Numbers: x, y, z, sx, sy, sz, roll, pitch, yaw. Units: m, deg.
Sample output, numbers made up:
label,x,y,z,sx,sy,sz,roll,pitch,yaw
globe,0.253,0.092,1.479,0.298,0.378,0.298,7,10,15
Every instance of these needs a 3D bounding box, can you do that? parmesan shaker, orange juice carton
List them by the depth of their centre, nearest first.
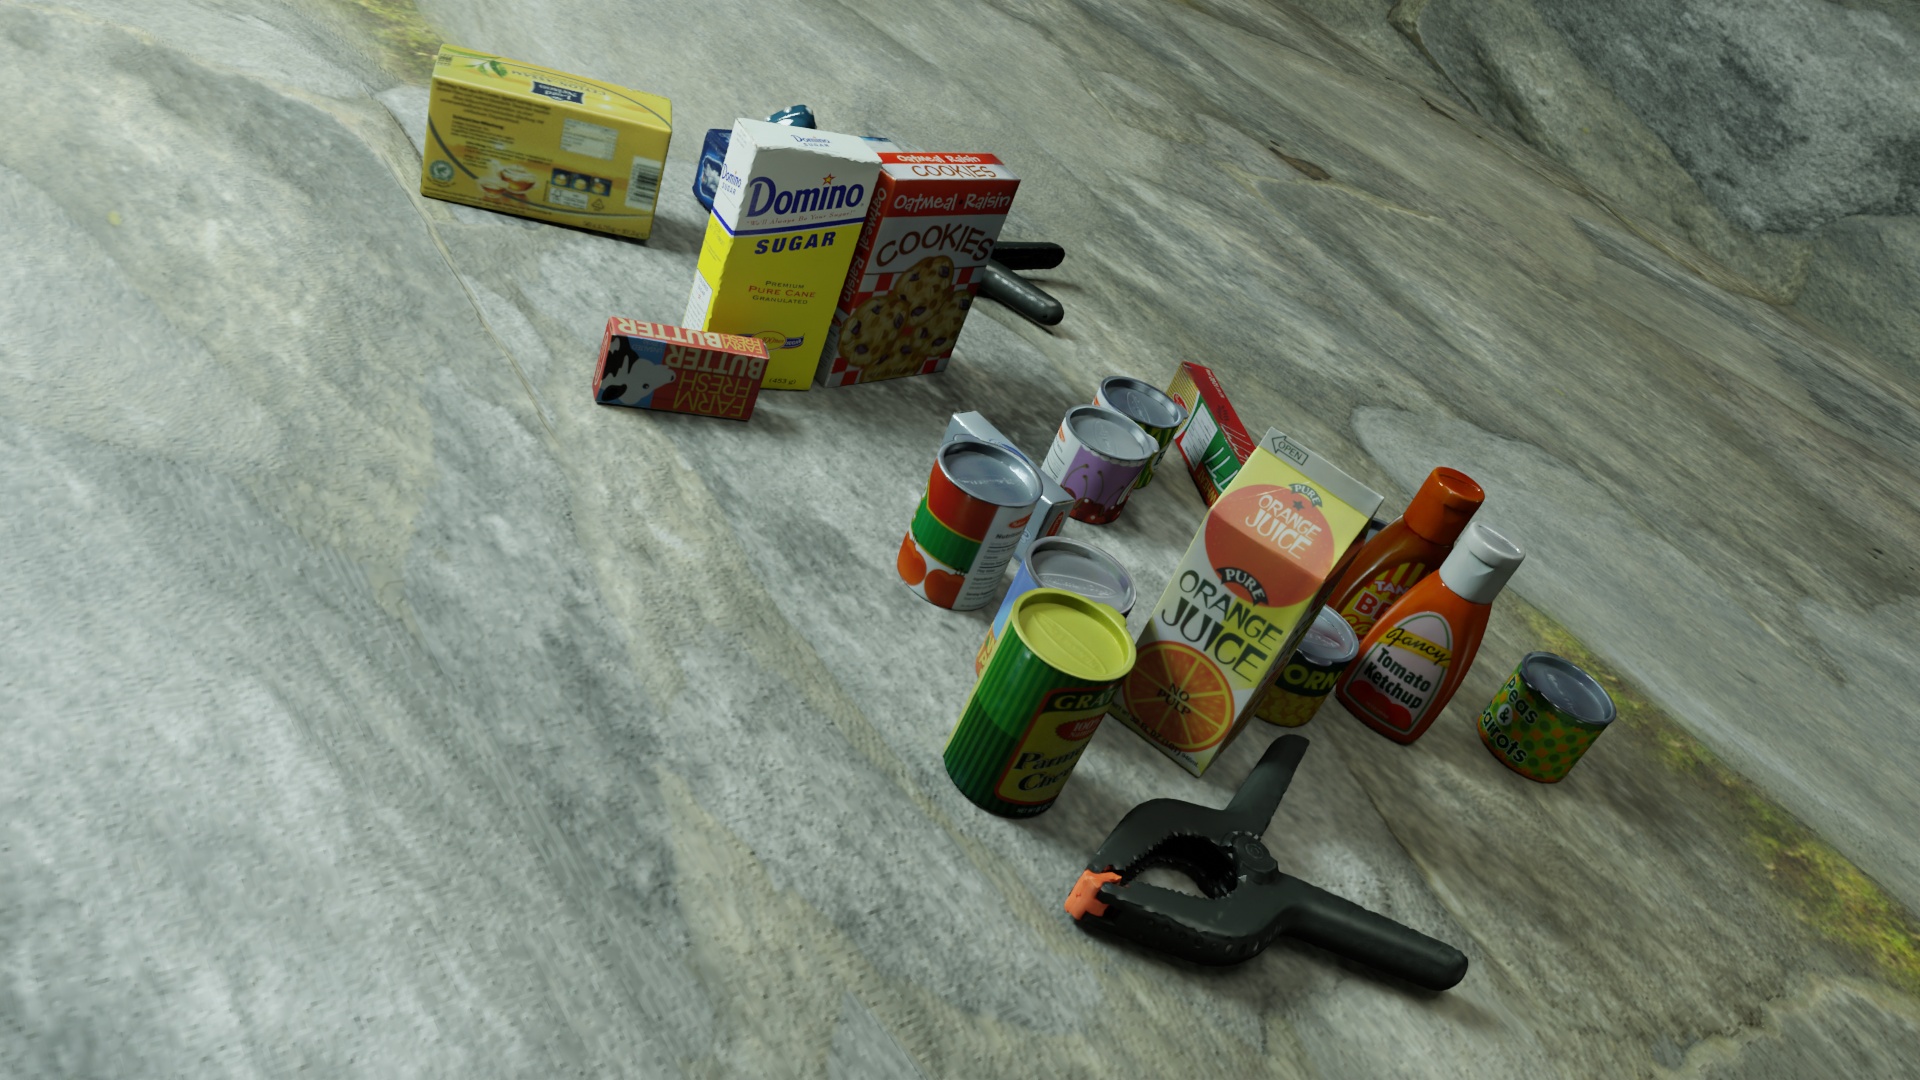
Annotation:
label,x,y,z,sx,sy,sz,roll,pitch,yaw
parmesan shaker,0.041,0.084,0.711,0.071,0.102,0.072,16,34,-11
orange juice carton,0.159,0.032,0.775,0.072,0.191,0.073,35,35,18

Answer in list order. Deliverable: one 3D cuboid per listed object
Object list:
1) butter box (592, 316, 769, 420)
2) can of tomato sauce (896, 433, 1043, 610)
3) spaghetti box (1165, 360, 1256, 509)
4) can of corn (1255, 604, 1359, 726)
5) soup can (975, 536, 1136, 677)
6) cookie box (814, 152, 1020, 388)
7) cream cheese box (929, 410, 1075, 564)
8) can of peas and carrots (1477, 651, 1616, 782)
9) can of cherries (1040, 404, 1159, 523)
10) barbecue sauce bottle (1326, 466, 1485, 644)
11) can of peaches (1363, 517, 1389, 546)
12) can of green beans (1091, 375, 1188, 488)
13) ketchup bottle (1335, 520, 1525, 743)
label,x,y,z,sx,sy,sz,roll,pitch,yaw
butter box,-0.180,-0.110,0.895,0.104,0.052,0.024,5,37,-26
can of tomato sauce,0.003,-0.011,0.839,0.071,0.082,0.071,16,34,-11
spaghetti box,0.204,-0.048,1.045,0.029,0.050,0.251,10,35,-20
can of corn,0.204,0.075,0.865,0.071,0.058,0.071,16,34,-11
soup can,0.053,0.052,0.781,0.071,0.083,0.072,16,34,-11
cookie box,-0.038,-0.195,0.998,0.123,0.166,0.040,-15,49,-44
cream cheese box,0.025,-0.035,0.915,0.024,0.053,0.104,-14,48,-43
can of peas and carrots,0.383,0.116,0.915,0.071,0.058,0.071,16,34,-11
can of cherries,0.097,-0.053,0.979,0.071,0.058,0.072,16,34,-11
barbecue sauce bottle,0.289,0.020,0.911,0.065,0.147,0.044,20,33,-6
can of peaches,0.286,0.023,0.989,0.071,0.057,0.071,16,34,-11
can of green beans,0.124,-0.081,1.035,0.071,0.057,0.071,16,34,-11
ketchup bottle,0.296,0.055,0.866,0.065,0.148,0.044,37,35,20
